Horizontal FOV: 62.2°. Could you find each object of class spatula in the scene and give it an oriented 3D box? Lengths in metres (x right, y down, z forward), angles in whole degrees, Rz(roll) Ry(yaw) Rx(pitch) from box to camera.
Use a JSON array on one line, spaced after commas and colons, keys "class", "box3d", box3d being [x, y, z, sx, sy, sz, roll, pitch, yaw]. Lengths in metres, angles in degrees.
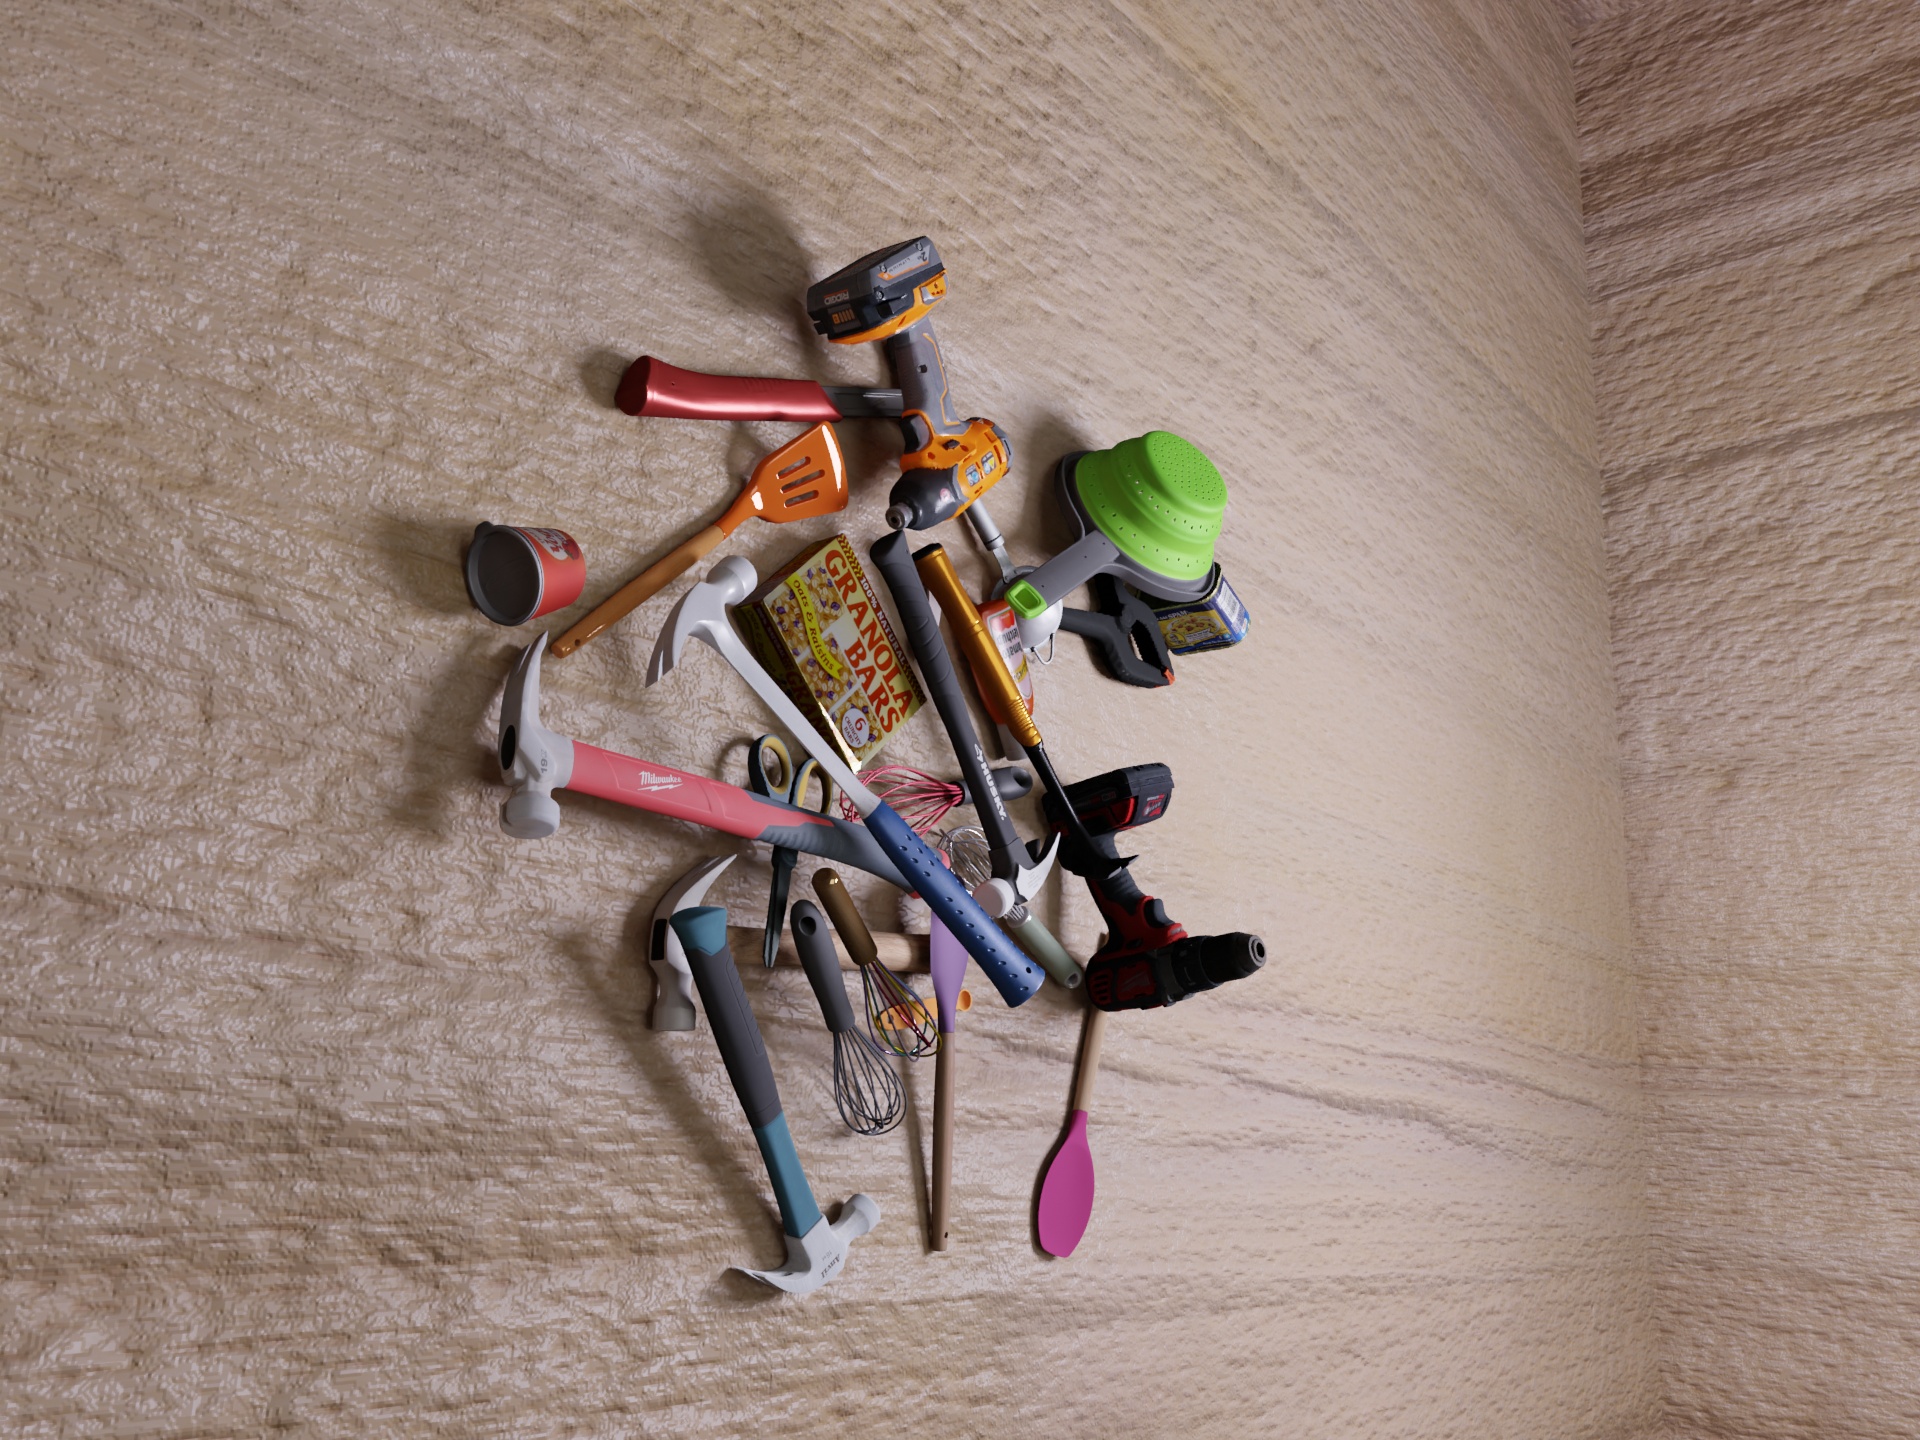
[{"class": "spatula", "box3d": [-0.012, 0.289, 1.350, 0.059, 0.018, 0.316, 6, 85, -55]}, {"class": "spatula", "box3d": [-0.195, -0.132, 1.221, 0.323, 0.041, 0.081, -47, 136, -43]}]

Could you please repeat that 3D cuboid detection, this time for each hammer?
[{"class": "hammer", "box3d": [-0.136, -0.257, 1.324, 0.359, 0.037, 0.149, -13, 93, -52]}, {"class": "hammer", "box3d": [-0.002, -0.004, 1.368, 0.146, 0.035, 0.335, -26, 96, -63]}, {"class": "hammer", "box3d": [0.050, -0.007, 1.418, 0.034, 0.127, 0.337, -31, 98, -15]}, {"class": "hammer", "box3d": [-0.146, 0.279, 1.169, 0.128, 0.033, 0.330, -38, 120, -46]}, {"class": "hammer", "box3d": [-0.112, 0.179, 1.267, 0.331, 0.031, 0.130, 12, 74, -50]}, {"class": "hammer", "box3d": [-0.077, 0.063, 1.200, 0.405, 0.035, 0.144, 50, 37, -12]}, {"class": "hammer", "box3d": [-0.159, 0.054, 1.173, 0.386, 0.038, 0.143, 20, 54, -40]}]

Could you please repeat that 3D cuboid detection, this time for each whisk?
[{"class": "whisk", "box3d": [-0.090, 0.233, 1.234, 0.055, 0.055, 0.238, -50, 134, -44]}, {"class": "whisk", "box3d": [-0.064, 0.196, 1.249, 0.051, 0.047, 0.244, -45, 138, -24]}, {"class": "whisk", "box3d": [0.049, 0.176, 1.461, 0.058, 0.059, 0.246, -42, 127, -5]}, {"class": "whisk", "box3d": [-0.015, 0.067, 1.393, 0.295, 0.073, 0.073, -8, 89, -58]}]

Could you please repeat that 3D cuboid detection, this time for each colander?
[{"class": "colander", "box3d": [0.164, -0.196, 1.559, 0.204, 0.094, 0.397, 46, 38, 5]}]

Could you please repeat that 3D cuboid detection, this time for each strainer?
[{"class": "strainer", "box3d": [0.035, -0.162, 1.511, 0.087, 0.050, 0.258, -38, 108, -22]}]

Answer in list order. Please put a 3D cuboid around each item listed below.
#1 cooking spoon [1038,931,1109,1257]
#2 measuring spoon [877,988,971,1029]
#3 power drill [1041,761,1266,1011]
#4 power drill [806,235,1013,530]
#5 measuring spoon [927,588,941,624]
[{"class": "cooking spoon", "box3d": [0.120, 0.351, 1.529, 0.068, 0.017, 0.319, 33, 58, -33]}, {"class": "measuring spoon", "box3d": [-0.032, 0.250, 1.371, 0.117, 0.011, 0.021, -4, 86, -48]}, {"class": "power drill", "box3d": [0.182, 0.157, 1.505, 0.080, 0.188, 0.227, -6, 79, -50]}, {"class": "power drill", "box3d": [-0.044, -0.277, 1.353, 0.164, 0.084, 0.226, -47, 123, -45]}, {"class": "measuring spoon", "box3d": [-0.029, -0.106, 1.447, 0.034, 0.018, 0.124, 33, 51, -43]}]
